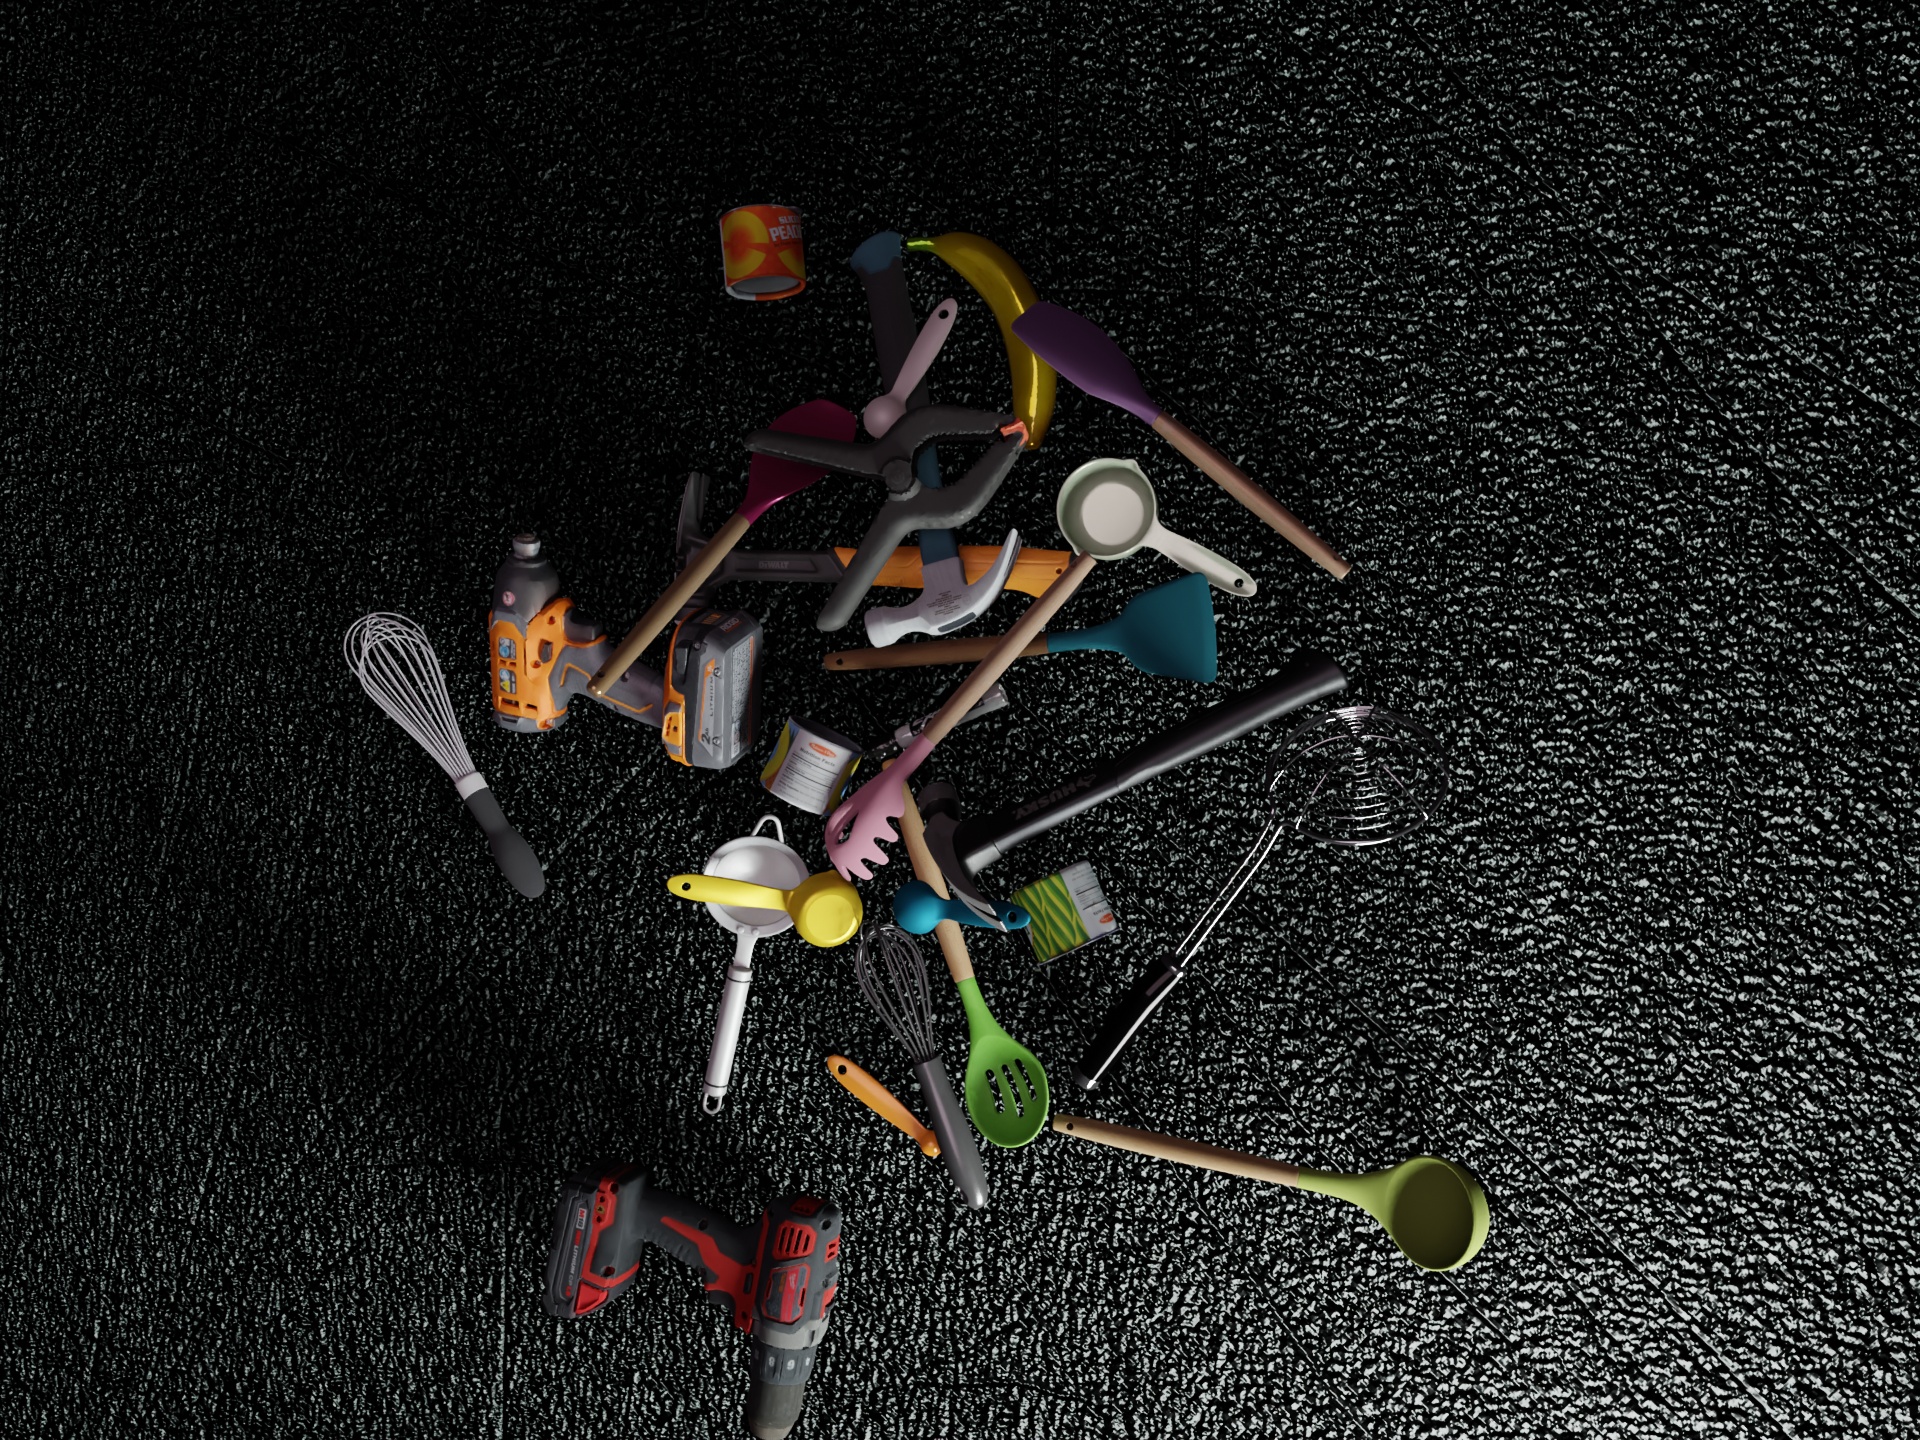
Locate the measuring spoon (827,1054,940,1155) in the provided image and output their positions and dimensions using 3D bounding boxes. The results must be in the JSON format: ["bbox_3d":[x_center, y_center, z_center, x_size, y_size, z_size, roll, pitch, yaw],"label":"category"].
[{"bbox_3d":[-0.061,0.305,1.260,0.117,0.011,0.021,37,97,13],"label":"measuring spoon"}]

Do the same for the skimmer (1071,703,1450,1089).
[{"bbox_3d":[0.212,0.140,1.176,0.363,0.090,0.127,-56,41,18],"label":"skimmer"}]

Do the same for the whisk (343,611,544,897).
[{"bbox_3d":[-0.431,0.028,1.352,0.070,0.070,0.284,-34,85,11],"label":"whisk"}]

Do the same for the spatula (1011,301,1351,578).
[{"bbox_3d":[0.170,-0.213,1.201,0.316,0.018,0.060,41,61,7],"label":"spatula"}]

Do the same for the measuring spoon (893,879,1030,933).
[{"bbox_3d":[-0.004,0.146,1.209,0.129,0.021,0.042,0,93,38],"label":"measuring spoon"}]

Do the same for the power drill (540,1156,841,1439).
[{"bbox_3d":[-0.211,0.455,1.265,0.227,0.080,0.188,10,91,12],"label":"power drill"}]

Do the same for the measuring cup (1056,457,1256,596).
[{"bbox_3d":[0.152,-0.137,1.208,0.168,0.038,0.083,31,96,12],"label":"measuring cup"}]

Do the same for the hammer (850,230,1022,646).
[{"bbox_3d":[-0.038,-0.228,1.240,0.128,0.033,0.331,-14,76,10],"label":"hammer"}]

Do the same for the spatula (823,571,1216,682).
[{"bbox_3d":[0.040,-0.059,1.230,0.317,0.044,0.082,-5,96,16],"label":"spatula"}]

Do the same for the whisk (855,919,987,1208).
[{"bbox_3d":[-0.029,0.266,1.238,0.055,0.055,0.239,-21,87,13],"label":"whisk"}]

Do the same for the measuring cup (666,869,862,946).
[{"bbox_3d":[-0.151,0.142,1.240,0.156,0.029,0.062,11,101,-19],"label":"measuring cup"}]

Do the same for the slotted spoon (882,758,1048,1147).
[{"bbox_3d":[-0.003,0.177,1.243,0.070,0.031,0.314,-23,80,20],"label":"slotted spoon"}]

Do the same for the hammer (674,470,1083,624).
[{"bbox_3d":[-0.069,-0.131,1.268,0.337,0.034,0.127,4,90,15],"label":"hammer"}]

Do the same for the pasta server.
[{"bbox_3d":[-0.002,-0.004,1.217,0.316,0.040,0.060,-49,48,9],"label":"pasta server"}]

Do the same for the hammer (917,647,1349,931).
[{"bbox_3d":[0.130,0.038,1.181,0.335,0.035,0.146,-27,41,6],"label":"hammer"}]

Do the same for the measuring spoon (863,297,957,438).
[{"bbox_3d":[-0.037,-0.274,1.222,0.034,0.018,0.124,28,86,18],"label":"measuring spoon"}]

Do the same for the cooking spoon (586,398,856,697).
[{"bbox_3d":[-0.185,-0.138,1.234,0.069,0.017,0.319,30,65,15],"label":"cooking spoon"}]

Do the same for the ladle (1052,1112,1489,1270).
[{"bbox_3d":[0.219,0.330,1.163,0.320,0.062,0.078,9,88,18],"label":"ladle"}]

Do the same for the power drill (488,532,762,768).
[{"bbox_3d":[-0.276,-0.056,1.275,0.226,0.084,0.164,12,115,16],"label":"power drill"}]

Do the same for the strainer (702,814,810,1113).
[{"bbox_3d":[-0.178,0.195,1.282,0.087,0.050,0.258,12,97,-4],"label":"strainer"}]
